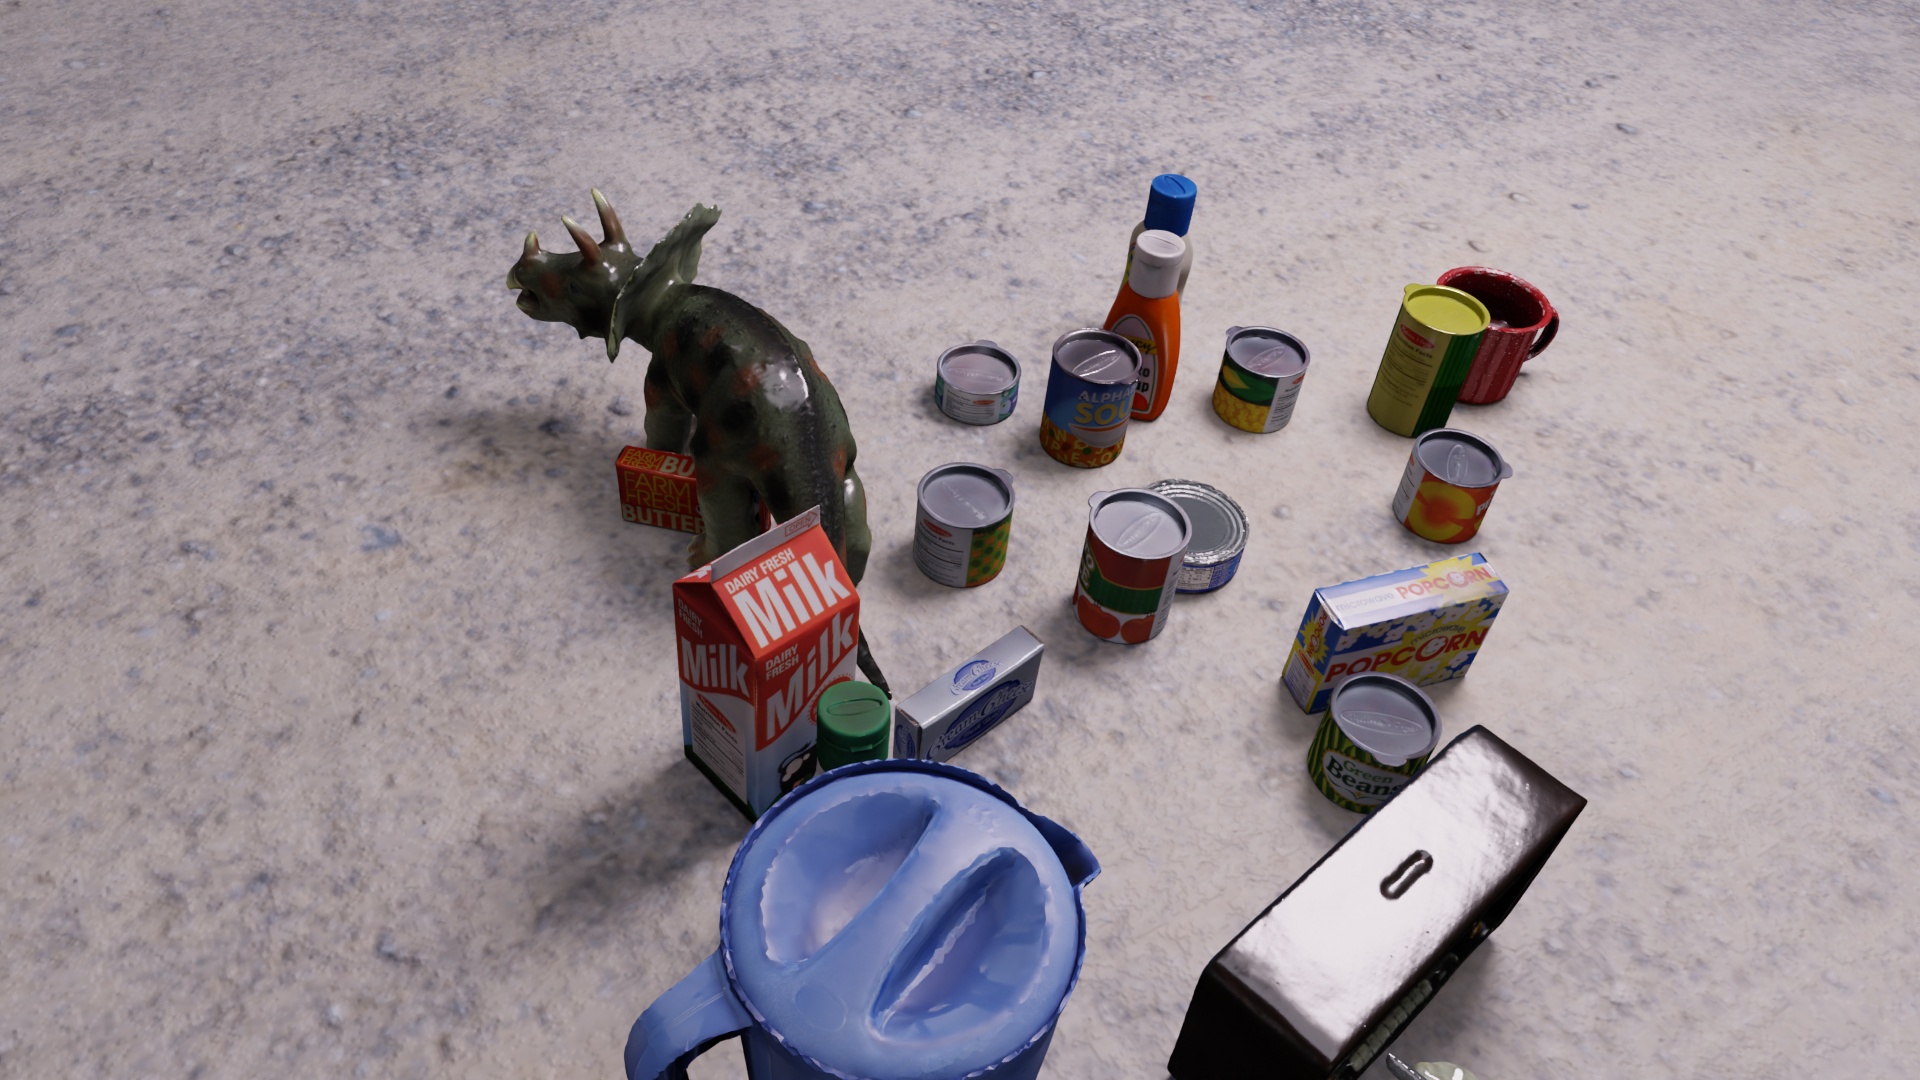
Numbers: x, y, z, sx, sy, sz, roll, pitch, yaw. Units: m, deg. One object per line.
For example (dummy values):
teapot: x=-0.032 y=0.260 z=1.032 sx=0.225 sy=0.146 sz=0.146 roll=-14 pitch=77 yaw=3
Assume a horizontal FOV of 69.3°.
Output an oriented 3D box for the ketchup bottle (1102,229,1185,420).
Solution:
ketchup bottle: x=0.140 y=-0.165 z=1.061 sx=0.065 sy=0.148 sz=0.044 roll=25 pitch=47 yaw=18

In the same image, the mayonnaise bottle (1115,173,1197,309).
mayonnaise bottle: x=0.159 y=-0.223 z=1.124 sx=0.041 sy=0.147 sz=0.065 roll=-14 pitch=47 yaw=-20

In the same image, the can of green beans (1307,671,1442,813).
can of green beans: x=0.249 y=0.123 z=0.841 sx=0.071 sy=0.057 sz=0.071 roll=4 pitch=44 yaw=-3

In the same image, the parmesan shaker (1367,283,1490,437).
parmesan shaker: x=0.366 y=-0.142 z=1.098 sx=0.071 sy=0.102 sz=0.072 roll=3 pitch=44 yaw=-3

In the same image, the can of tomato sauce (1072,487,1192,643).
can of tomato sauce: x=0.110 y=0.017 z=0.916 sx=0.071 sy=0.082 sz=0.071 roll=3 pitch=44 yaw=-3

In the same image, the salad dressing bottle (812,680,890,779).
salad dressing bottle: x=-0.057 y=0.134 z=0.728 sx=0.064 sy=0.146 sz=0.044 roll=-7 pitch=45 yaw=-14

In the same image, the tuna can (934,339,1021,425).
tuna can: x=0.014 y=-0.124 z=1.087 sx=0.071 sy=0.032 sz=0.071 roll=4 pitch=44 yaw=-3

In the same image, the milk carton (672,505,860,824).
milk carton: x=-0.106 y=0.064 z=0.763 sx=0.073 sy=0.189 sz=0.073 roll=-32 pitch=56 yaw=-33

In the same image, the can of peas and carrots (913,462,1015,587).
can of peas and carrots: x=0.003 y=-0.012 z=0.950 sx=0.071 sy=0.058 sz=0.071 roll=4 pitch=44 yaw=-3

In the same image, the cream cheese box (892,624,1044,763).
cream cheese box: x=0.005 y=0.098 z=0.840 sx=0.104 sy=0.053 sz=0.024 roll=-30 pitch=55 yaw=-32

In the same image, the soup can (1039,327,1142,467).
soup can: x=0.098 y=-0.104 z=1.040 sx=0.071 sy=0.083 sz=0.072 roll=3 pitch=44 yaw=-3

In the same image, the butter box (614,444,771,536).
butter box: x=-0.183 y=-0.031 z=0.951 sx=0.103 sy=0.052 sz=0.024 roll=11 pitch=44 yaw=5

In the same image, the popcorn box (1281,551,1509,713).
popcorn box: x=0.277 y=0.059 z=0.890 sx=0.127 sy=0.084 sz=0.038 roll=-11 pitch=47 yaw=-18

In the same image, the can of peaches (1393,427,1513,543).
can of peaches: x=0.361 y=-0.039 z=1.023 sx=0.071 sy=0.057 sz=0.071 roll=4 pitch=44 yaw=-3

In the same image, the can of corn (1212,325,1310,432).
can of corn: x=0.235 y=-0.129 z=1.100 sx=0.071 sy=0.058 sz=0.071 roll=4 pitch=44 yaw=-3
